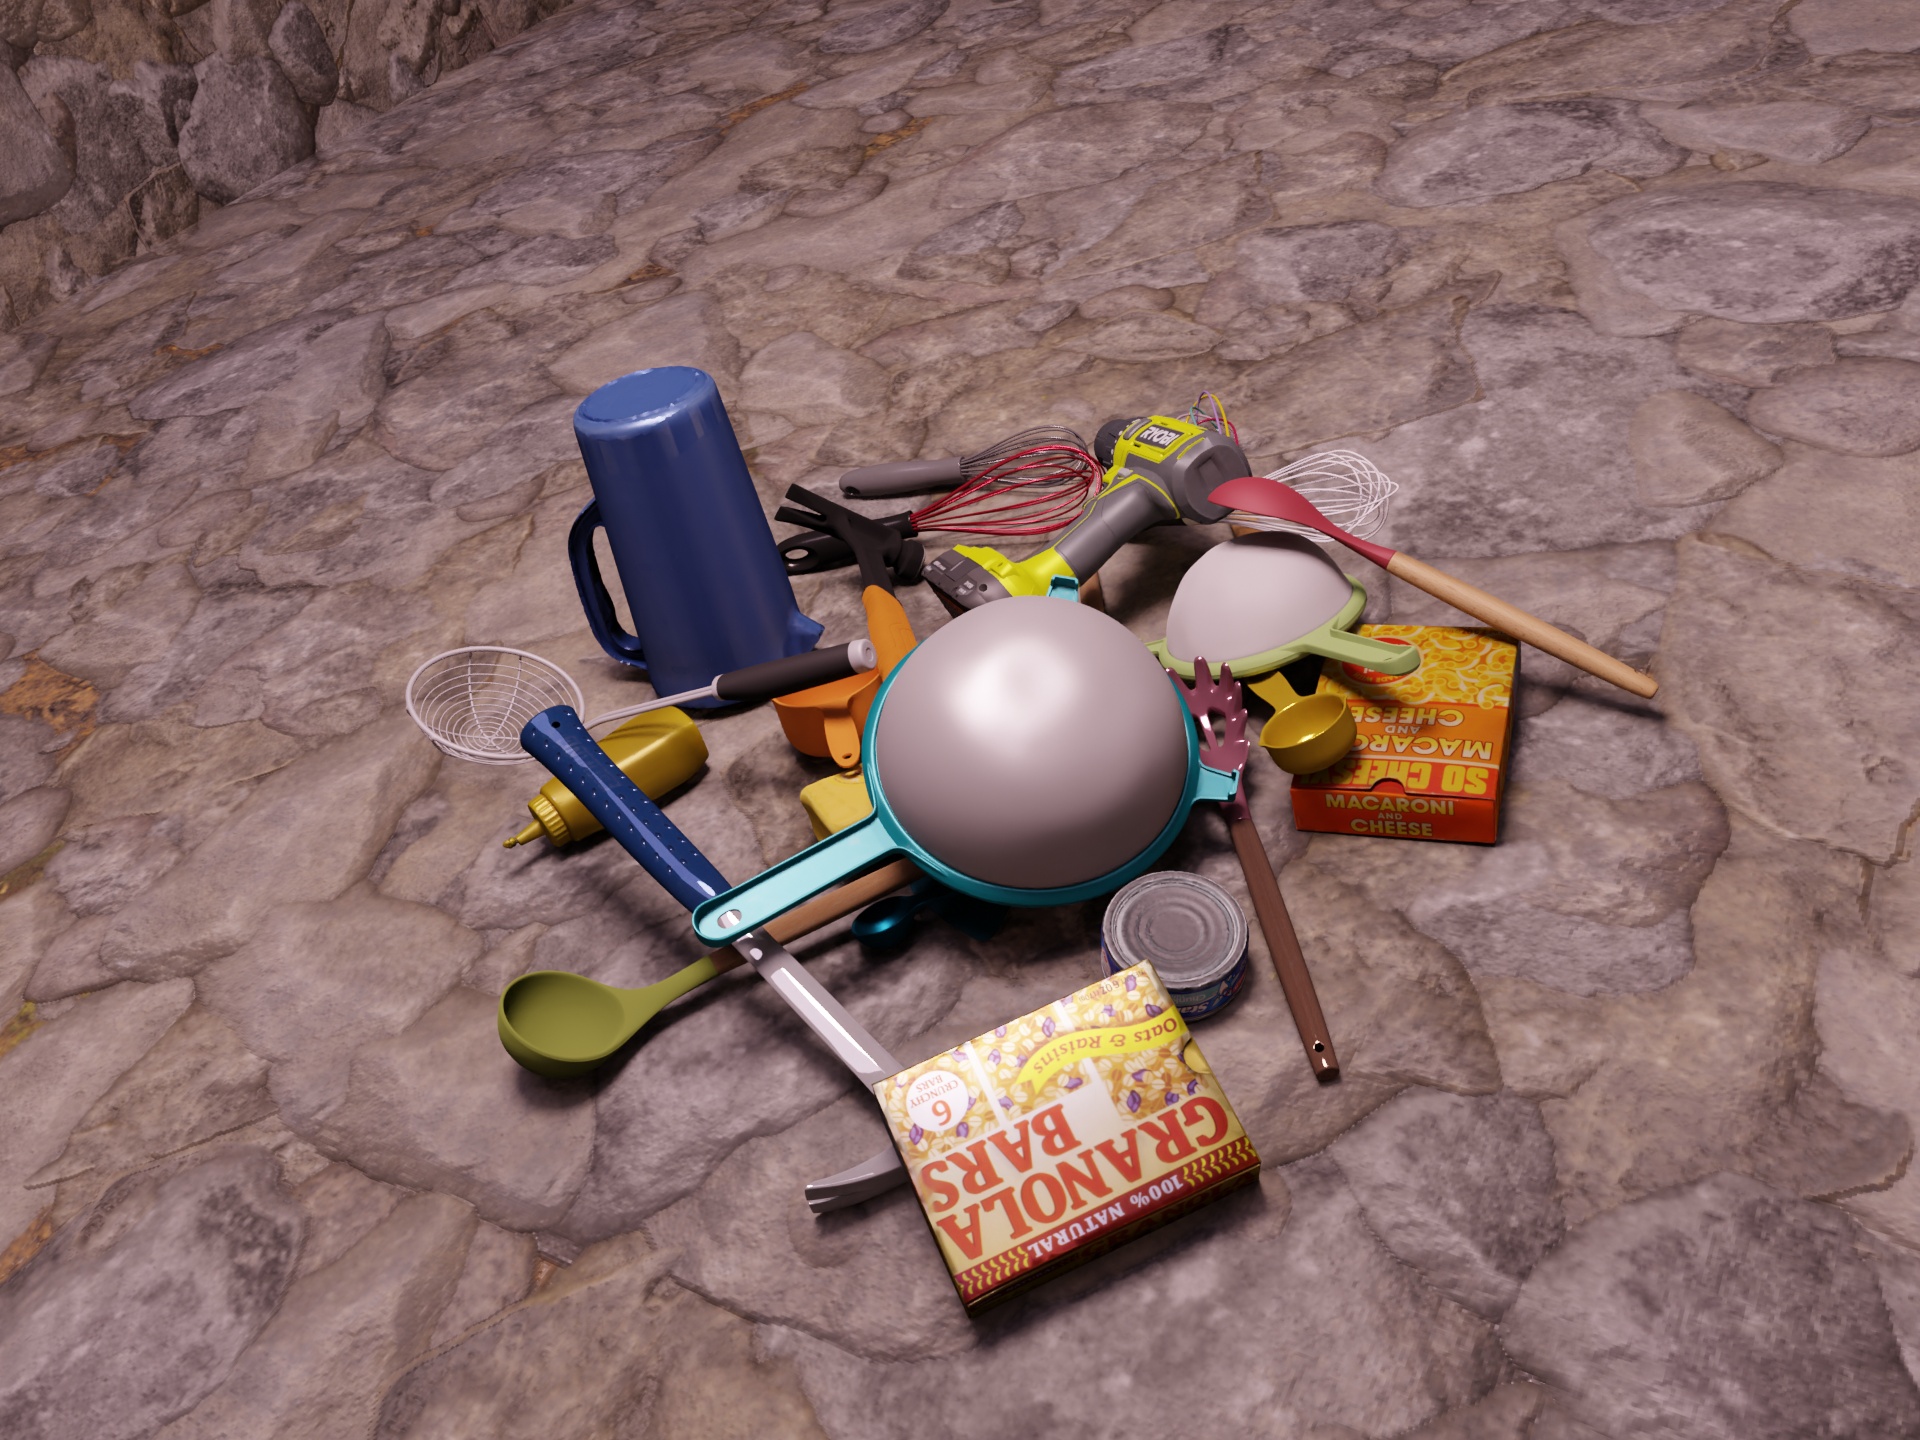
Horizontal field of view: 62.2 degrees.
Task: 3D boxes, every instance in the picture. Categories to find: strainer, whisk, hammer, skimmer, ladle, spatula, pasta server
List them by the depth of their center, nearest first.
[{"bbox_3d":[-0.009,0.028,0.939,0.340,0.095,0.211,-28,64,-18],"label":"strainer"},{"bbox_3d":[-0.144,0.122,0.960,0.144,0.035,0.406,-37,58,-23],"label":"hammer"},{"bbox_3d":[0.175,0.079,0.963,0.060,0.040,0.317,-21,42,10],"label":"pasta server"},{"bbox_3d":[-0.133,0.133,0.992,0.320,0.062,0.078,-25,42,-7],"label":"ladle"},{"bbox_3d":[0.307,-0.092,1.048,0.315,0.031,0.069,30,24,20],"label":"ladle"},{"bbox_3d":[0.219,-0.080,1.066,0.151,0.069,0.256,-28,19,-12],"label":"strainer"},{"bbox_3d":[0.106,0.033,1.071,0.317,0.044,0.082,-32,40,-26],"label":"spatula"},{"bbox_3d":[-0.230,-0.035,1.125,0.363,0.090,0.127,-12,27,27],"label":"skimmer"},{"bbox_3d":[-0.060,-0.079,1.165,0.127,0.034,0.337,23,22,-22],"label":"hammer"},{"bbox_3d":[0.205,-0.162,1.209,0.285,0.070,0.070,3,39,49],"label":"whisk"},{"bbox_3d":[0.217,-0.189,1.293,0.047,0.051,0.245,-29,39,18],"label":"whisk"},{"bbox_3d":[-0.021,-0.171,1.337,0.296,0.073,0.073,-13,38,13],"label":"whisk"},{"bbox_3d":[0.000,-0.222,1.399,0.239,0.055,0.055,-4,40,22],"label":"whisk"}]

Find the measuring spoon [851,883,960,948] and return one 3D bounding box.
[{"bbox_3d":[-0.006,0.114,1.001,0.128,0.021,0.042,-22,21,4],"label":"measuring spoon"}]

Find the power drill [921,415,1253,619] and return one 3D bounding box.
[{"bbox_3d":[0.088,-0.146,1.196,0.228,0.080,0.191,-39,26,-4],"label":"power drill"}]

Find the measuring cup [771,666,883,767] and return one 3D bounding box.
[{"bbox_3d":[-0.083,0.008,1.126,0.095,0.052,0.174,-17,30,-2],"label":"measuring cup"}]

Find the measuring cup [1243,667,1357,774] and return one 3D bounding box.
[{"bbox_3d":[0.213,-0.005,1.028,0.062,0.029,0.157,-30,17,5],"label":"measuring cup"}]

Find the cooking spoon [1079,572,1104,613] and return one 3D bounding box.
[{"bbox_3d":[0.099,-0.042,1.135,0.069,0.017,0.319,3,32,0],"label":"cooking spoon"}]
